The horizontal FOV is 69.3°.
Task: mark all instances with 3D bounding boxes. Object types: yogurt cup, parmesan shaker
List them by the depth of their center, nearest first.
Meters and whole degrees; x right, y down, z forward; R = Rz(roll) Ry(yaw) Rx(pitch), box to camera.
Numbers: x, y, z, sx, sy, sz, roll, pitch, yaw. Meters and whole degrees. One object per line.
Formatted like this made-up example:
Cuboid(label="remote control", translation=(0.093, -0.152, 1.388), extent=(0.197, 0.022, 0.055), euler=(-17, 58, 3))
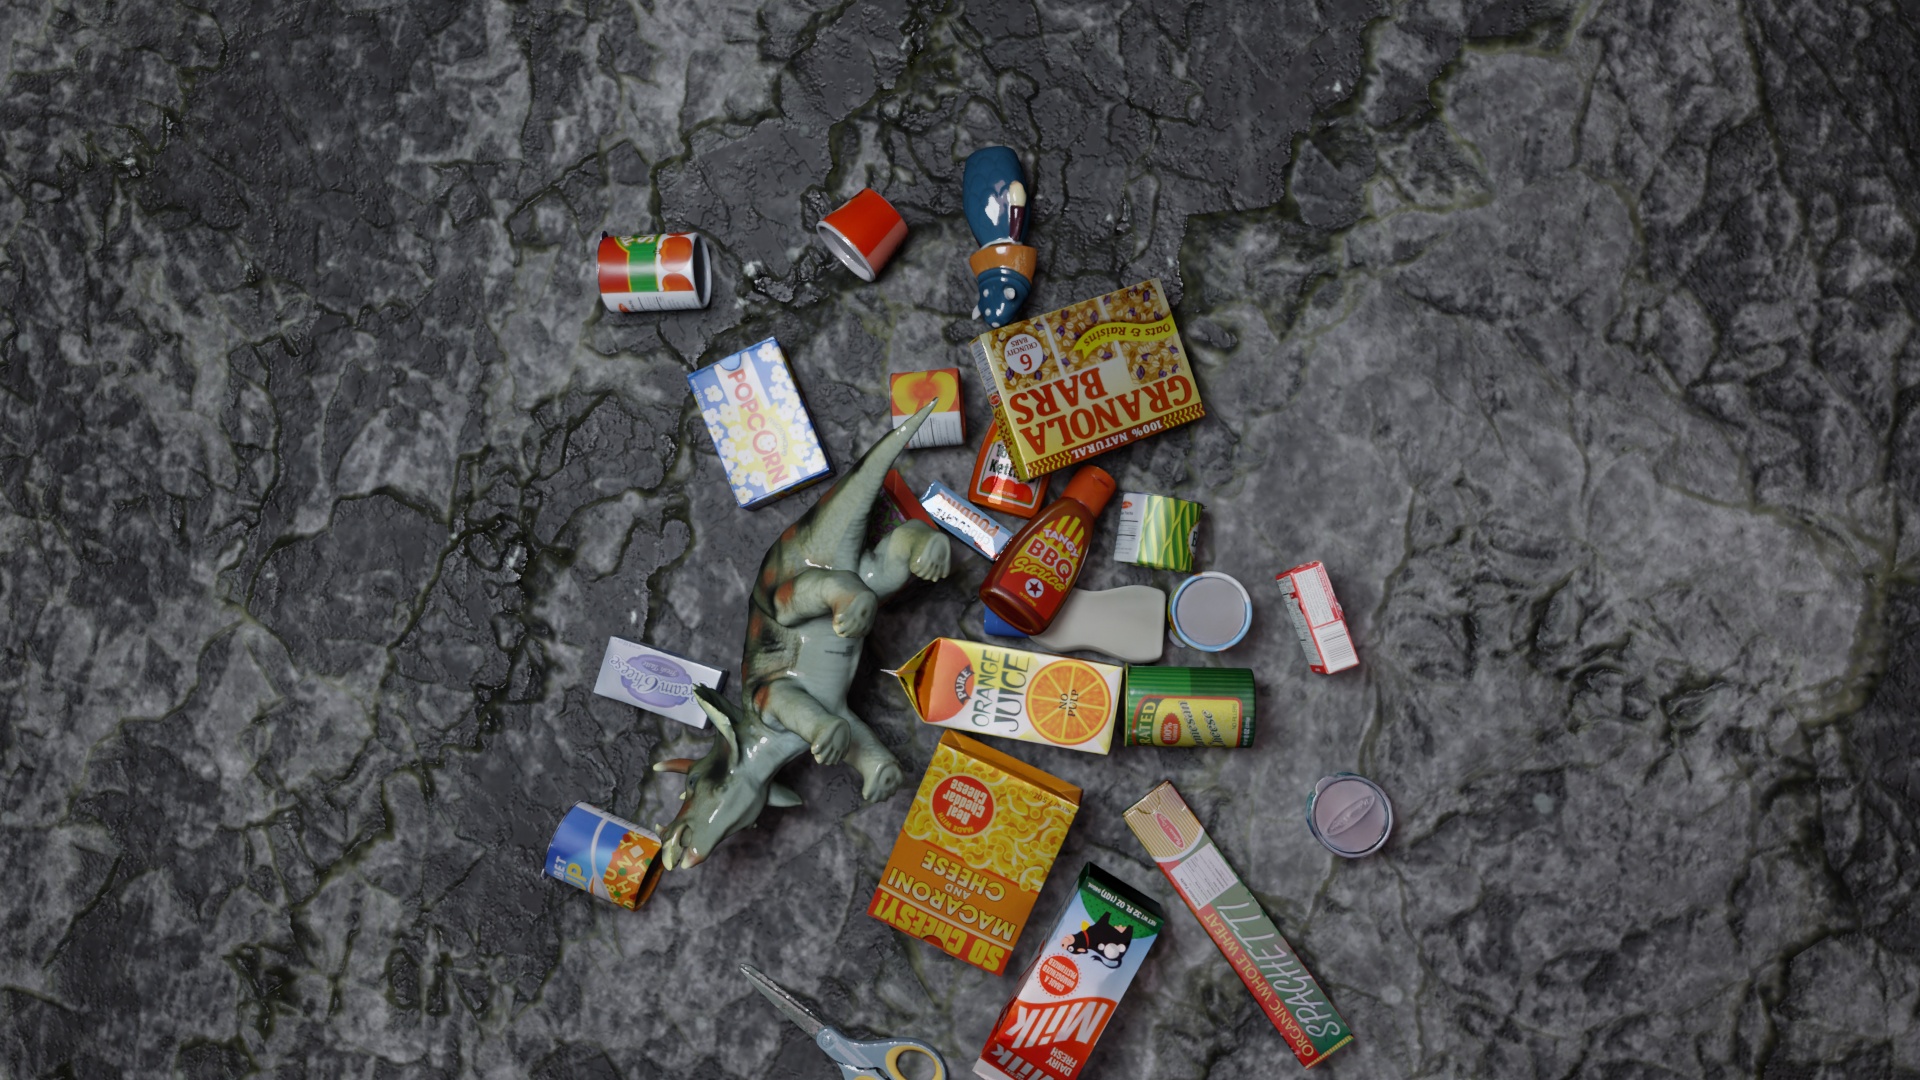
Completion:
Cuboid(label="parmesan shaker", translation=(0.185, 0.133, 1.131), extent=(0.103, 0.071, 0.071), euler=(0, 86, 5))
Cuboid(label="yogurt cup", translation=(-0.081, -0.264, 1.189), extent=(0.072, 0.072, 0.054), euler=(43, 83, 7))

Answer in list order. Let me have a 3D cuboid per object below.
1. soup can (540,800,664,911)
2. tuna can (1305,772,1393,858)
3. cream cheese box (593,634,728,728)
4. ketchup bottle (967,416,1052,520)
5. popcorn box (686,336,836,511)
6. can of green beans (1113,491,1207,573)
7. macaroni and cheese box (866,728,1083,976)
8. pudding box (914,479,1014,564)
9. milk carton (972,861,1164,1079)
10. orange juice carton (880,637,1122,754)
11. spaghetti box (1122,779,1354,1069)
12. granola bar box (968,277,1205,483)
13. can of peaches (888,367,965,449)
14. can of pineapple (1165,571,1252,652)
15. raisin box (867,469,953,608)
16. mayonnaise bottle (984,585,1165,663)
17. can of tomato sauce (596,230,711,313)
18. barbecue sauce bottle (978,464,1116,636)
Cuboid(label="soup can", translation=(-0.297, 0.267, 1.164), extent=(0.084, 0.071, 0.071), euler=(22, 88, 6))
Cuboid(label="tuna can", translation=(0.314, 0.221, 1.131), extent=(0.071, 0.033, 0.071), euler=(0, 86, 5))
Cuboid(label="cream cheese box", translation=(-0.257, 0.122, 1.194), extent=(0.104, 0.024, 0.053), euler=(17, 89, 6))
Cuboid(label="ketchup bottle", translation=(0.055, -0.095, 1.173), extent=(0.065, 0.043, 0.149), euler=(16, 87, 2))
Cuboid(label="popcorn box", translation=(-0.171, -0.099, 1.196), extent=(0.085, 0.038, 0.127), euler=(-24, 84, 4))
Cuboid(label="can of green beans", translation=(0.163, -0.006, 1.145), extent=(0.071, 0.071, 0.058), euler=(9, 87, 6))
Cuboid(label="macaroni and cheese box", translation=(0.010, 0.255, 1.131), extent=(0.124, 0.040, 0.166), euler=(24, 103, 6))
Cuboid(label="pudding box", translation=(0.004, -0.015, 1.168), extent=(0.084, 0.049, 0.030), euler=(35, 88, 7))
Cuboid(label="milk carton", translation=(0.086, 0.364, 1.120), extent=(0.072, 0.073, 0.190), euler=(31, 89, 6))
Cuboid(label="orange juice carton", translation=(0.033, 0.123, 1.144), extent=(0.193, 0.072, 0.073), euler=(9, 86, 5))
Cuboid(label="spaghetti box", translation=(0.224, 0.311, 1.134), extent=(0.050, 0.028, 0.250), euler=(-36, 83, 2))
Cuboid(label="granola bar box", translation=(0.104, -0.132, 1.142), extent=(0.166, 0.039, 0.124), euler=(-20, 92, -16))
Cuboid(label="can of peaches", translation=(-0.027, -0.113, 1.171), extent=(0.058, 0.071, 0.071), euler=(-4, 86, 5))
Cuboid(label="can of pineapple", translation=(0.203, 0.060, 1.141), extent=(0.071, 0.058, 0.071), euler=(0, 86, 5))
Cuboid(label="raisin box", translation=(-0.079, 0.011, 1.155), extent=(0.123, 0.040, 0.086), euler=(-39, 84, 28))
Cuboid(label="mayonnaise bottle", translation=(0.095, 0.066, 1.159), extent=(0.148, 0.041, 0.065), euler=(4, 79, 7))
Cuboid(label="can of tomato sauce", translation=(-0.264, -0.233, 1.201), extent=(0.083, 0.071, 0.071), euler=(-2, 86, 4))
Cuboid(label="barbecue sauce bottle", translation=(0.077, 0.003, 1.140), extent=(0.065, 0.043, 0.149), euler=(38, 65, -8))
